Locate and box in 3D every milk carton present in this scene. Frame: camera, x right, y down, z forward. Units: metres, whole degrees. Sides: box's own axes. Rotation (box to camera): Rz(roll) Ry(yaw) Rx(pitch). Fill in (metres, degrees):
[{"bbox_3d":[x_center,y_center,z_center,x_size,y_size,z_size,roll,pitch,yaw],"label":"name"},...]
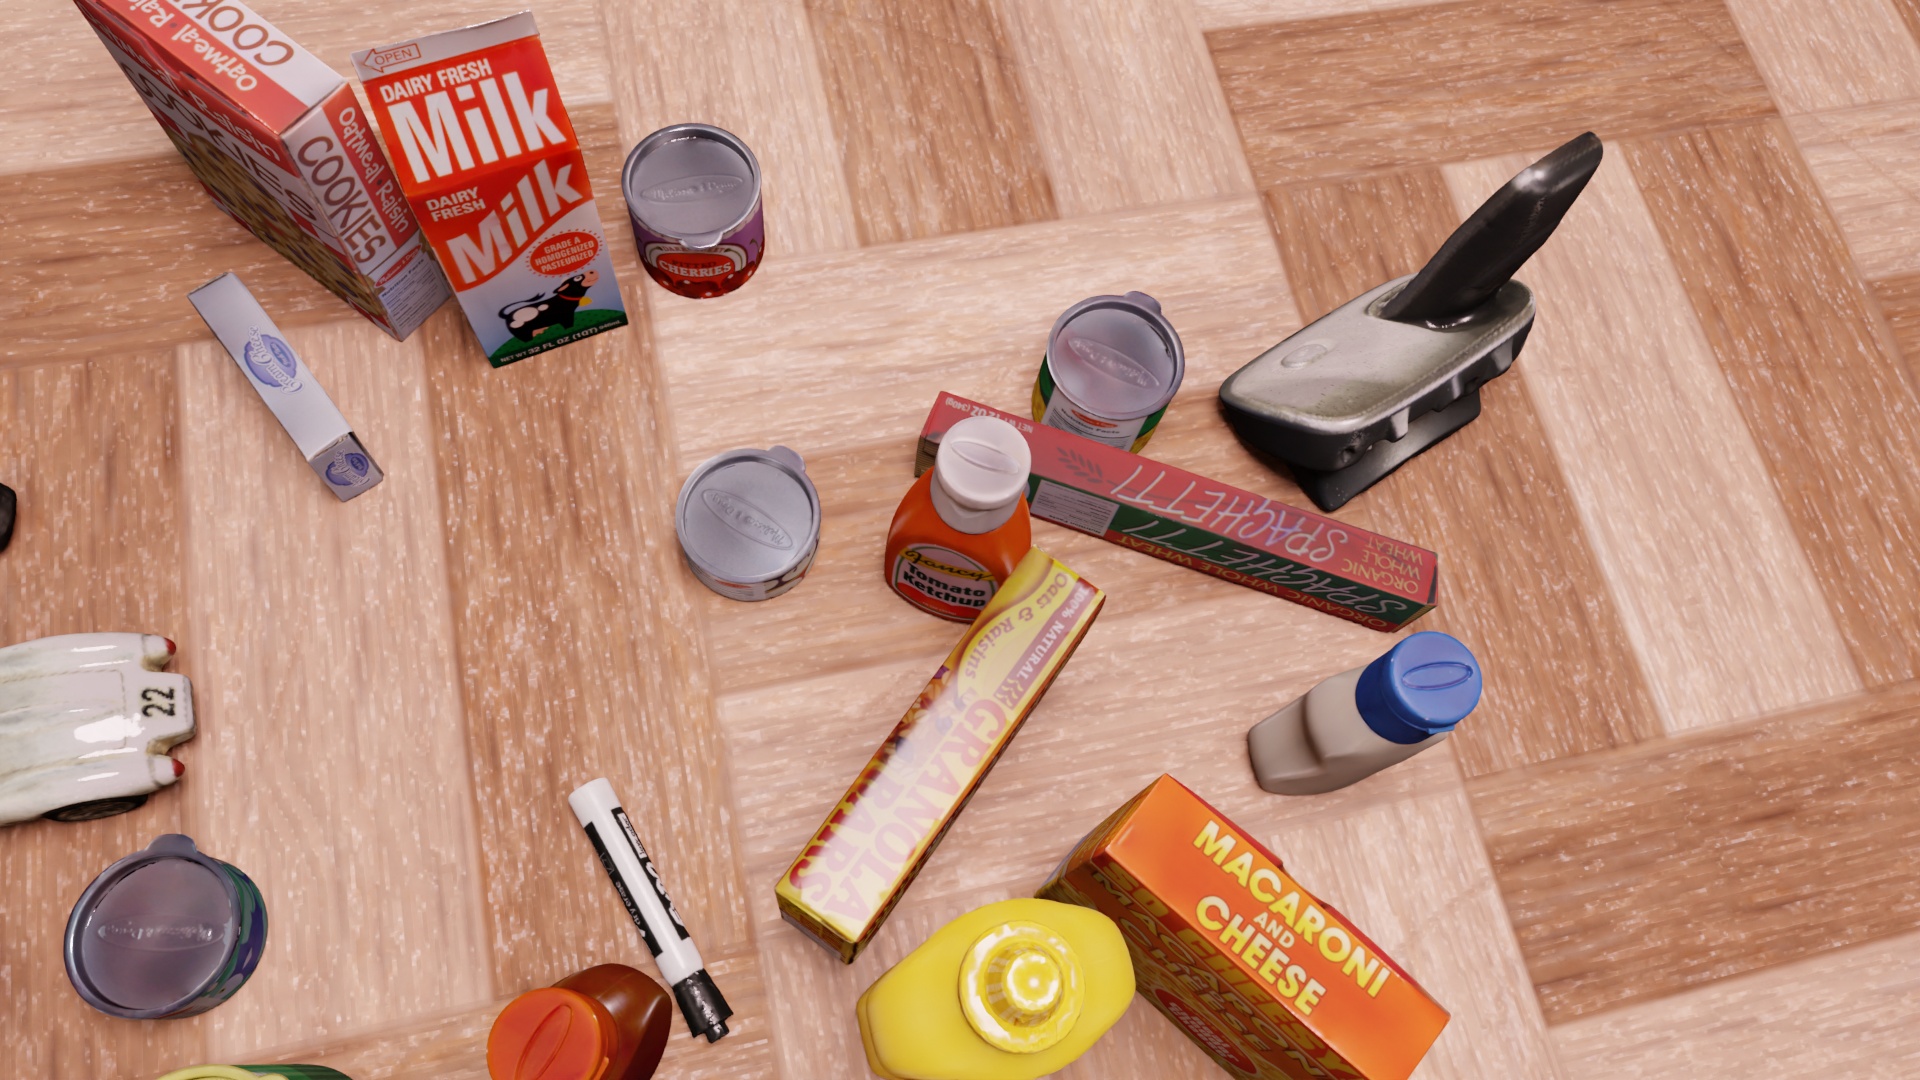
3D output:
[{"bbox_3d":[-0.203,-0.159,0.610,0.072,0.189,0.073,-21,73,-13],"label":"milk carton"}]

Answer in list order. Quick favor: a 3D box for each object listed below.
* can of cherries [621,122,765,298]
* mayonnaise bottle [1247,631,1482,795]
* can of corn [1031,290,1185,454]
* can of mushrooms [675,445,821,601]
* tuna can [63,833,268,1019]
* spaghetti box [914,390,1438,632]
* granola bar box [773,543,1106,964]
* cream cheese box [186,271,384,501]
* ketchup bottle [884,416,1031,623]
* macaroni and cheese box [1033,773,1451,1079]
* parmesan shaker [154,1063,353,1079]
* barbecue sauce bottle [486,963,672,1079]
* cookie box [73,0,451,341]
[{"bbox_3d":[-0.131,-0.160,0.689,0.071,0.058,0.072,2,69,-5],"label":"can of cherries"},{"bbox_3d":[0.171,0.075,0.585,0.065,0.147,0.041,-8,71,-9],"label":"mayonnaise bottle"},{"bbox_3d":[0.072,-0.079,0.681,0.071,0.058,0.071,2,69,-5],"label":"can of corn"},{"bbox_3d":[-0.097,-0.009,0.649,0.071,0.033,0.071,2,69,-5],"label":"can of mushrooms"},{"bbox_3d":[-0.320,0.157,0.563,0.071,0.032,0.071,2,69,-5],"label":"tuna can"},{"bbox_3d":[0.101,-0.012,0.663,0.250,0.050,0.029,18,69,1],"label":"spaghetti box"},{"bbox_3d":[-0.009,0.092,0.572,0.039,0.123,0.166,35,70,7],"label":"granola bar box"},{"bbox_3d":[-0.309,-0.070,0.639,0.024,0.053,0.104,-37,77,-17],"label":"cream cheese box"},{"bbox_3d":[0.002,-0.007,0.598,0.065,0.148,0.044,20,69,1],"label":"ketchup bottle"},{"bbox_3d":[0.097,0.156,0.536,0.124,0.166,0.040,40,71,9],"label":"macaroni and cheese box"},{"bbox_3d":[-0.257,0.224,0.506,0.071,0.102,0.071,2,70,-5],"label":"parmesan shaker"},{"bbox_3d":[-0.139,0.186,0.509,0.044,0.148,0.065,29,69,5],"label":"barbecue sauce bottle"},{"bbox_3d":[-0.305,-0.173,0.617,0.123,0.166,0.040,36,70,8],"label":"cookie box"}]
